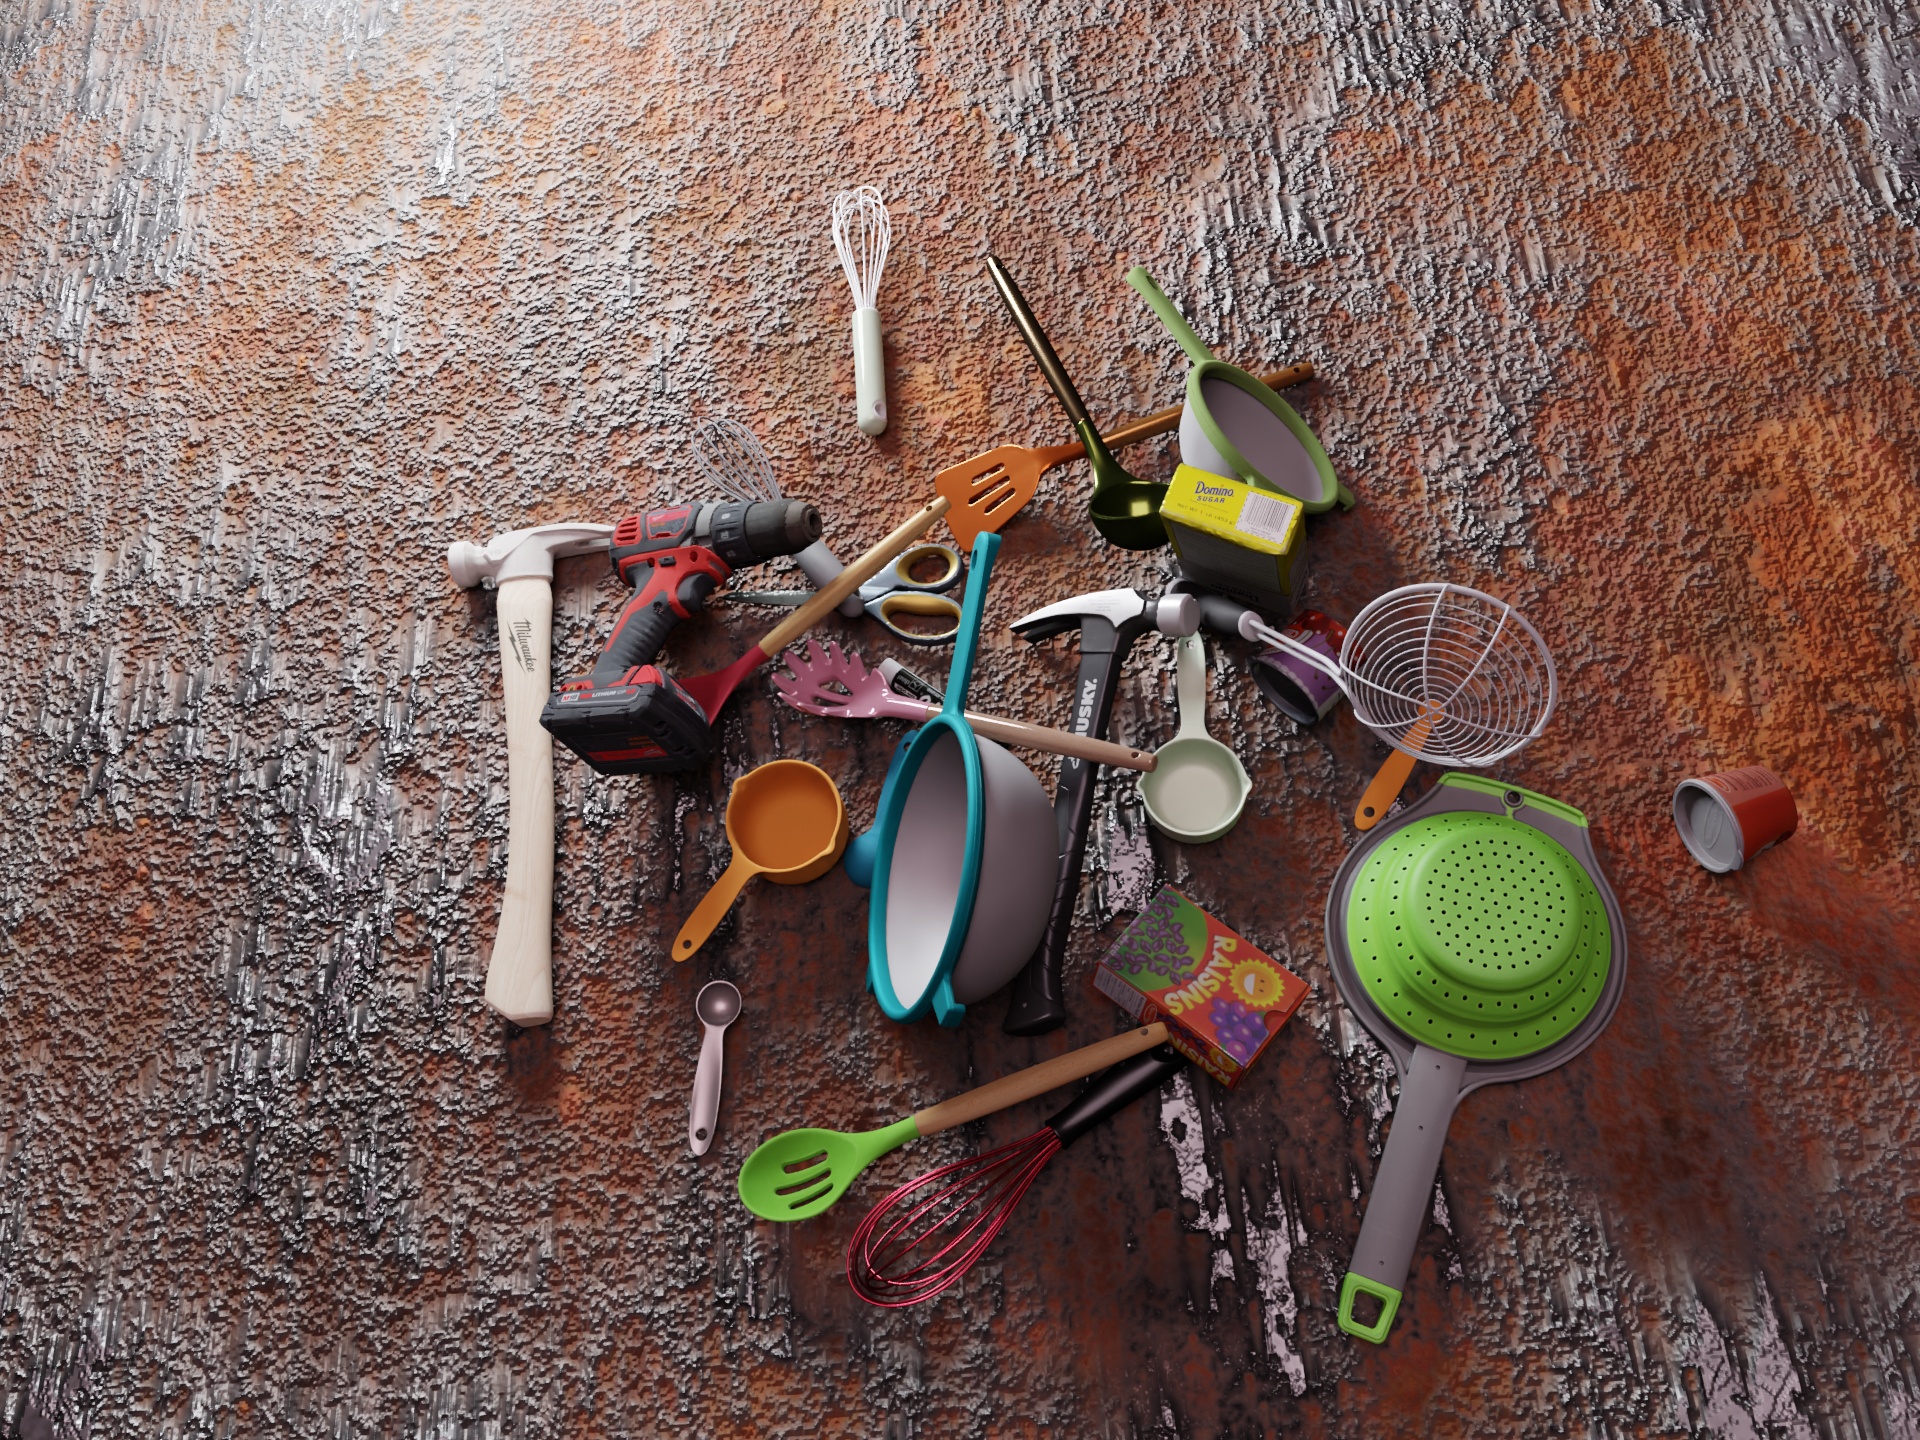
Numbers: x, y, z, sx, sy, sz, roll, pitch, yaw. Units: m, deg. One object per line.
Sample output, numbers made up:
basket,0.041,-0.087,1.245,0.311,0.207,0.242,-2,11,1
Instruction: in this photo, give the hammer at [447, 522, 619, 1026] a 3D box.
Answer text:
hammer,-0.329,0.032,1.248,0.146,0.038,0.411,-8,67,3

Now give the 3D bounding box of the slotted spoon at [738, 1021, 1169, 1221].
slotted spoon,-0.005,0.269,1.085,0.314,0.031,0.070,-23,44,7

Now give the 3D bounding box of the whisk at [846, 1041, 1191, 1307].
whisk,0.049,0.293,1.077,0.296,0.073,0.073,-34,67,-13

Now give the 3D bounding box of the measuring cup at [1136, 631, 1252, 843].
measuring cup,0.173,0.012,1.182,0.083,0.038,0.168,-1,66,8

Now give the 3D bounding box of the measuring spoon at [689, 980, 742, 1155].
measuring spoon,-0.179,0.251,1.151,0.034,0.018,0.124,4,75,10

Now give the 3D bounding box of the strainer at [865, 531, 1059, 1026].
strainer,0.023,0.044,1.095,0.095,0.211,0.340,12,83,-17

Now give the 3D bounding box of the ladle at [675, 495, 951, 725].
ladle,-0.133,-0.072,1.231,0.315,0.031,0.069,-38,56,7

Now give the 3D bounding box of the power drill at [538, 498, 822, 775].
power drill,-0.209,-0.076,1.217,0.188,0.080,0.227,-5,55,29

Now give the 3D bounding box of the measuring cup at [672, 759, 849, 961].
measuring cup,-0.151,0.112,1.181,0.095,0.052,0.173,33,78,19

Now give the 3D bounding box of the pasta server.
pasta server,-0.002,-0.004,1.177,0.316,0.040,0.060,13,63,29

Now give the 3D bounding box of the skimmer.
skimmer,0.251,-0.061,1.080,0.090,0.127,0.364,-27,23,-9

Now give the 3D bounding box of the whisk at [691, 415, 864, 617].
whisk,-0.148,-0.168,1.289,0.055,0.055,0.239,-36,65,-7

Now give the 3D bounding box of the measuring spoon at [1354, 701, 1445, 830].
measuring spoon,0.322,0.032,1.165,0.021,0.011,0.117,31,75,19

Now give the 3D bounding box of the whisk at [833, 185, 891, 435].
whisk,-0.082,-0.355,1.369,0.059,0.057,0.246,-20,65,38

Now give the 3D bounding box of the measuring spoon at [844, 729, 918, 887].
measuring spoon,-0.055,0.063,1.201,0.042,0.021,0.129,14,72,13

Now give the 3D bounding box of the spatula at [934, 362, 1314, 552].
spatula,0.137,-0.228,1.294,0.322,0.041,0.081,-20,66,-5

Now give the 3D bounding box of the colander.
colander,0.323,0.208,1.048,0.204,0.094,0.397,18,71,15

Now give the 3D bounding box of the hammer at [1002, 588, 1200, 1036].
hammer,0.077,0.064,1.160,0.146,0.035,0.335,2,73,35

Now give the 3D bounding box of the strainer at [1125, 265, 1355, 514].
strainer,0.189,-0.243,1.245,0.069,0.151,0.256,-46,66,35

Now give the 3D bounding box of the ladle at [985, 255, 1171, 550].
ladle,0.089,-0.262,1.261,0.078,0.062,0.320,-18,64,-15
